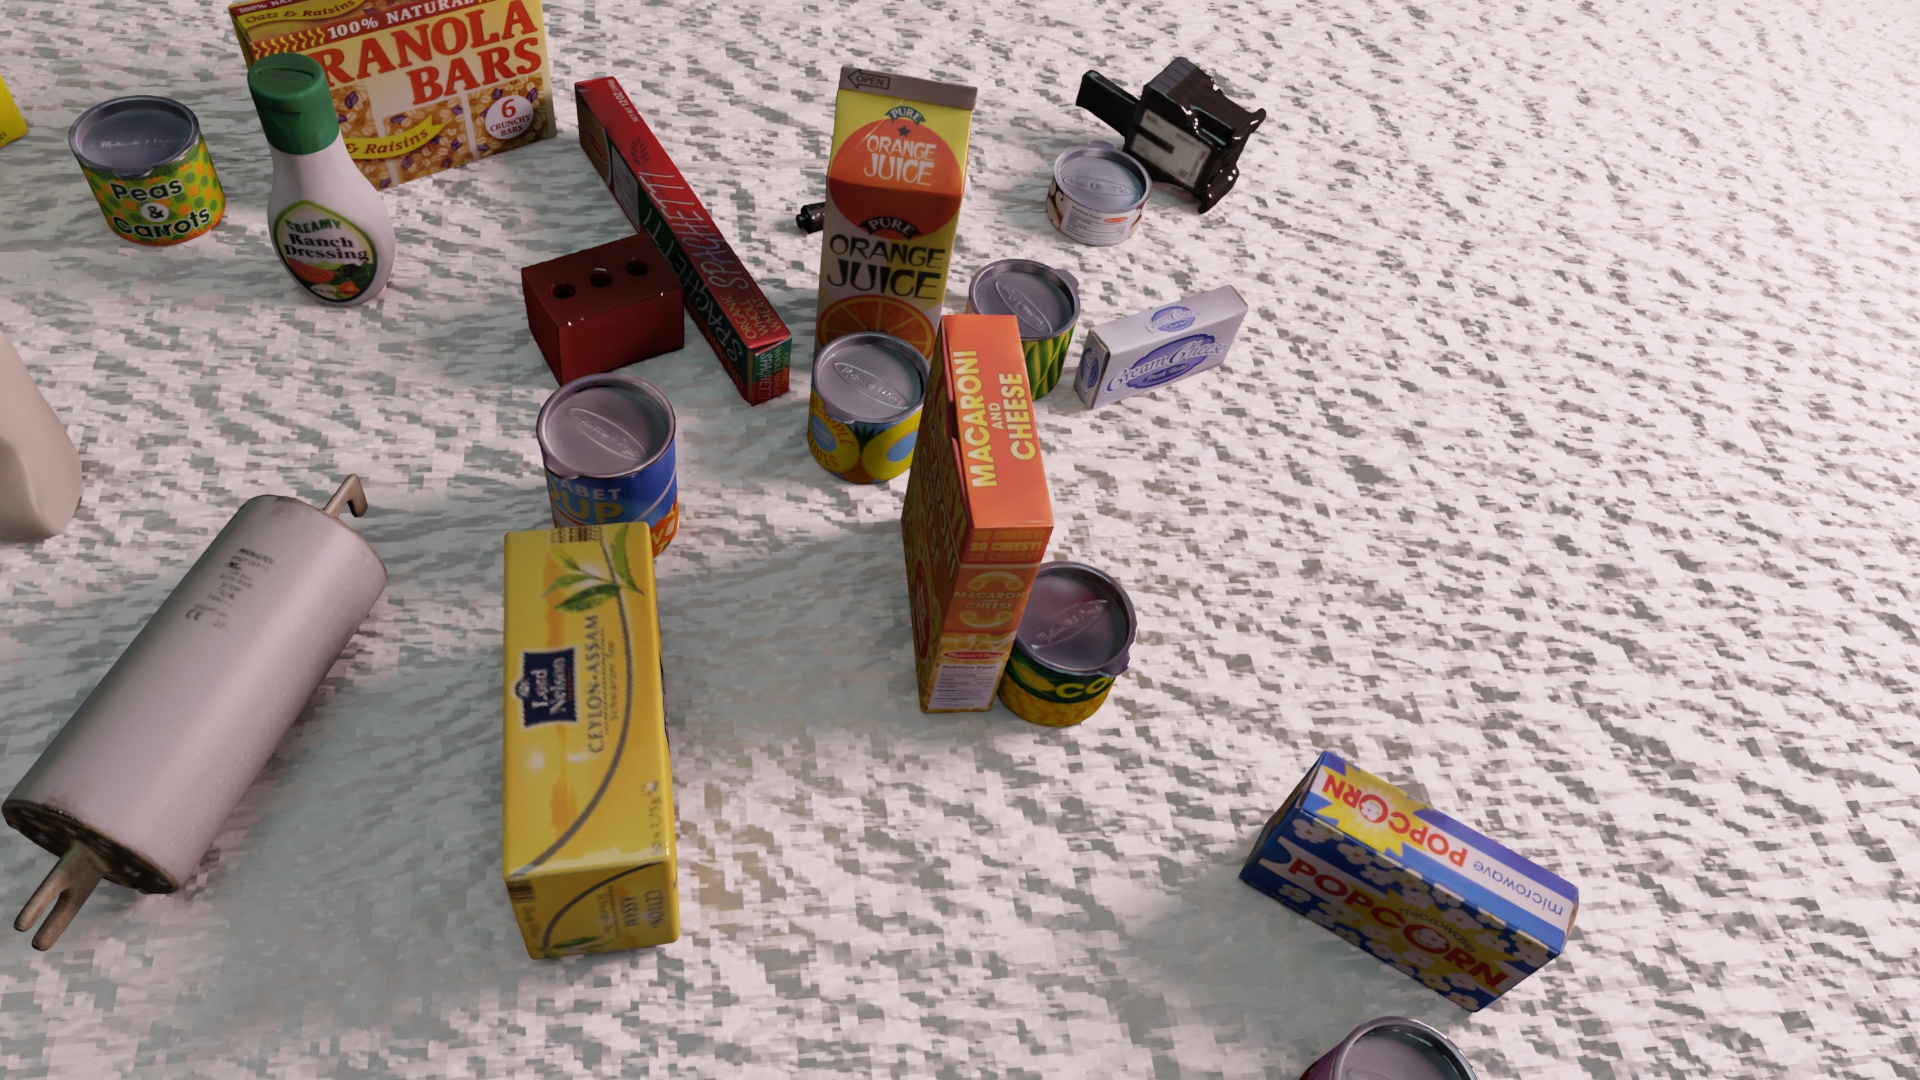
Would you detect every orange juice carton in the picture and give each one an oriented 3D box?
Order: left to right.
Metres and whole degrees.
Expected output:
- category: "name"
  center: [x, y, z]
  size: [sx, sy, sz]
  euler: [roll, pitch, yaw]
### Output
- category: "orange juice carton"
  center: [-0.038, -0.178, 0.770]
  size: [0.072, 0.191, 0.073]
  euler: [8, 55, -4]

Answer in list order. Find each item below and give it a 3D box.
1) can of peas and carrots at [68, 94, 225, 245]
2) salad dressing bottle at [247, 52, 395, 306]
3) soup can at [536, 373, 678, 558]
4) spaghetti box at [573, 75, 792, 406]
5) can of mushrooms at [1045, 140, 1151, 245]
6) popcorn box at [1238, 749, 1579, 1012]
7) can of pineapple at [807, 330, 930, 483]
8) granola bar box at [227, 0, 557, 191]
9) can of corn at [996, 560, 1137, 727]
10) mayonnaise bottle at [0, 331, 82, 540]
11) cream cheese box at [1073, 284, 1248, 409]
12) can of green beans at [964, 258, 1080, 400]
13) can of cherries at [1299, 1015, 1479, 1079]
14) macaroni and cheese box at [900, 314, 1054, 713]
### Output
- category: "can of peas and carrots"
  center: [-0.467, -0.211, 0.802]
  size: [0.071, 0.058, 0.071]
  euler: [5, 55, -7]
- category: "salad dressing bottle"
  center: [-0.349, -0.193, 0.755]
  size: [0.064, 0.146, 0.044]
  euler: [3, 55, -8]
- category: "soup can"
  center: [-0.180, -0.032, 0.710]
  size: [0.071, 0.083, 0.072]
  euler: [5, 55, -7]
- category: "spaghetti box"
  center: [-0.171, -0.185, 0.840]
  size: [0.029, 0.050, 0.251]
  euler: [-23, 62, -23]
- category: "can of mushrooms"
  center: [0.092, -0.232, 0.929]
  size: [0.071, 0.033, 0.071]
  euler: [5, 55, -7]
- category: "popcorn box"
  center: [0.204, 0.159, 0.641]
  size: [0.127, 0.084, 0.038]
  euler: [29, 56, 10]
- category: "can of pineapple"
  center: [-0.053, -0.073, 0.777]
  size: [0.071, 0.057, 0.071]
  euler: [5, 55, -7]
- category: "granola bar box"
  center: [-0.332, -0.278, 0.832]
  size: [0.166, 0.123, 0.039]
  euler: [-27, 64, -25]
- category: "can of corn"
  center: [0.052, 0.055, 0.704]
  size: [0.071, 0.058, 0.071]
  euler: [5, 55, -7]
- category: "mayonnaise bottle"
  center: [-0.456, -0.064, 0.645]
  size: [0.041, 0.147, 0.065]
  euler: [-6, 57, -14]
- category: "cream cheese box"
  center: [0.121, -0.117, 0.840]
  size: [0.104, 0.053, 0.024]
  euler: [-20, 61, -22]
- category: "can of green beans"
  center: [0.033, -0.124, 0.828]
  size: [0.071, 0.057, 0.071]
  euler: [5, 55, -7]
- category: "can of cherries"
  center: [0.179, 0.246, 0.591]
  size: [0.071, 0.058, 0.072]
  euler: [5, 55, -7]
- category: "macaroni and cheese box"
  center: [0.002, -0.008, 0.674]
  size: [0.040, 0.165, 0.124]
  euler: [-1, 56, -10]
